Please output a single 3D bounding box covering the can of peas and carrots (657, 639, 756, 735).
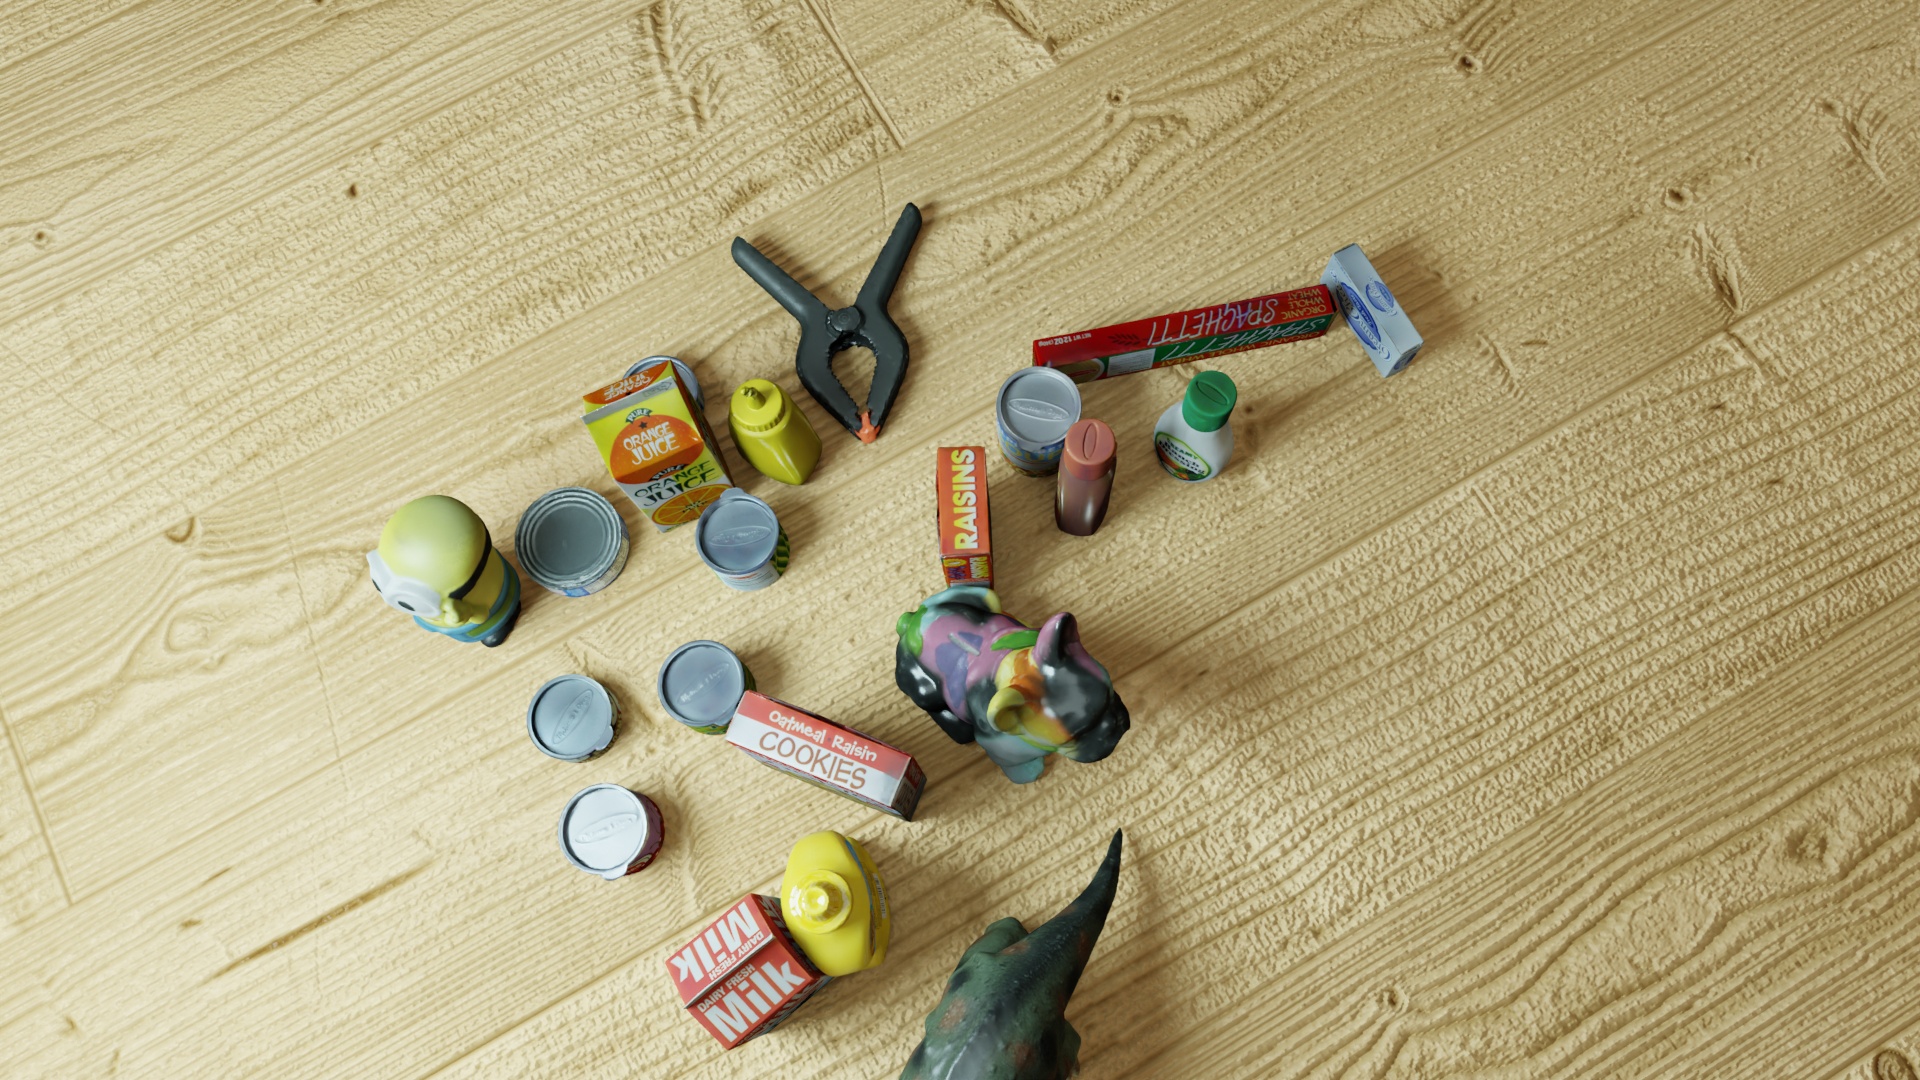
[{"bbox_3d":[-0.192,0.116,1.070,0.071,0.058,0.071,-1,74,2],"label":"can of peas and carrots"}]

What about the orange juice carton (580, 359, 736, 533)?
[{"bbox_3d":[-0.229,-0.074,1.056,0.072,0.192,0.073,-23,75,-4],"label":"orange juice carton"}]

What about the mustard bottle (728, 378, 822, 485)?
[{"bbox_3d":[-0.147,-0.089,1.074,0.065,0.160,0.049,25,77,9],"label":"mustard bottle"}]

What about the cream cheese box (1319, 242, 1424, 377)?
[{"bbox_3d":[0.337,-0.188,1.142,0.024,0.053,0.104,-28,75,-5],"label":"cream cheese box"}]

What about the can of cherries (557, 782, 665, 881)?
[{"bbox_3d":[-0.260,0.221,1.042,0.071,0.058,0.071,-1,74,2],"label":"can of cherries"}]

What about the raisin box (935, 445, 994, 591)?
[{"bbox_3d":[0.004,-0.013,1.067,0.040,0.123,0.086,-2,74,2],"label":"raisin box"}]

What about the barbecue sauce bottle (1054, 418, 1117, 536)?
[{"bbox_3d":[0.096,-0.051,1.061,0.044,0.148,0.065,10,75,5],"label":"barbecue sauce bottle"}]

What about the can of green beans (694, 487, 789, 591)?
[{"bbox_3d":[-0.172,0.002,1.102,0.071,0.057,0.071,-1,74,2],"label":"can of green beans"}]

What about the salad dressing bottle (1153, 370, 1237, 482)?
[{"bbox_3d":[0.184,-0.088,1.069,0.064,0.147,0.044,37,79,11],"label":"salad dressing bottle"}]

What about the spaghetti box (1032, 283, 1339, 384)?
[{"bbox_3d":[0.182,-0.166,1.143,0.250,0.050,0.029,-11,74,-1],"label":"spaghetti box"}]

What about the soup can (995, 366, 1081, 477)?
[{"bbox_3d":[0.061,-0.090,1.107,0.071,0.083,0.071,-1,74,2],"label":"soup can"}]

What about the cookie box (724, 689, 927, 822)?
[{"bbox_3d":[-0.091,0.157,0.998,0.123,0.167,0.040,20,76,7],"label":"cookie box"}]

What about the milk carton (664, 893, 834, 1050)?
[{"bbox_3d":[-0.142,0.293,0.949,0.072,0.190,0.073,-38,77,-8],"label":"milk carton"}]

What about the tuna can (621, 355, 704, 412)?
[{"bbox_3d":[-0.249,-0.116,1.152,0.071,0.032,0.071,0,74,2],"label":"tuna can"}]

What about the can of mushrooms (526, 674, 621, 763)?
[{"bbox_3d":[-0.297,0.140,1.079,0.071,0.033,0.071,0,74,2],"label":"can of mushrooms"}]
